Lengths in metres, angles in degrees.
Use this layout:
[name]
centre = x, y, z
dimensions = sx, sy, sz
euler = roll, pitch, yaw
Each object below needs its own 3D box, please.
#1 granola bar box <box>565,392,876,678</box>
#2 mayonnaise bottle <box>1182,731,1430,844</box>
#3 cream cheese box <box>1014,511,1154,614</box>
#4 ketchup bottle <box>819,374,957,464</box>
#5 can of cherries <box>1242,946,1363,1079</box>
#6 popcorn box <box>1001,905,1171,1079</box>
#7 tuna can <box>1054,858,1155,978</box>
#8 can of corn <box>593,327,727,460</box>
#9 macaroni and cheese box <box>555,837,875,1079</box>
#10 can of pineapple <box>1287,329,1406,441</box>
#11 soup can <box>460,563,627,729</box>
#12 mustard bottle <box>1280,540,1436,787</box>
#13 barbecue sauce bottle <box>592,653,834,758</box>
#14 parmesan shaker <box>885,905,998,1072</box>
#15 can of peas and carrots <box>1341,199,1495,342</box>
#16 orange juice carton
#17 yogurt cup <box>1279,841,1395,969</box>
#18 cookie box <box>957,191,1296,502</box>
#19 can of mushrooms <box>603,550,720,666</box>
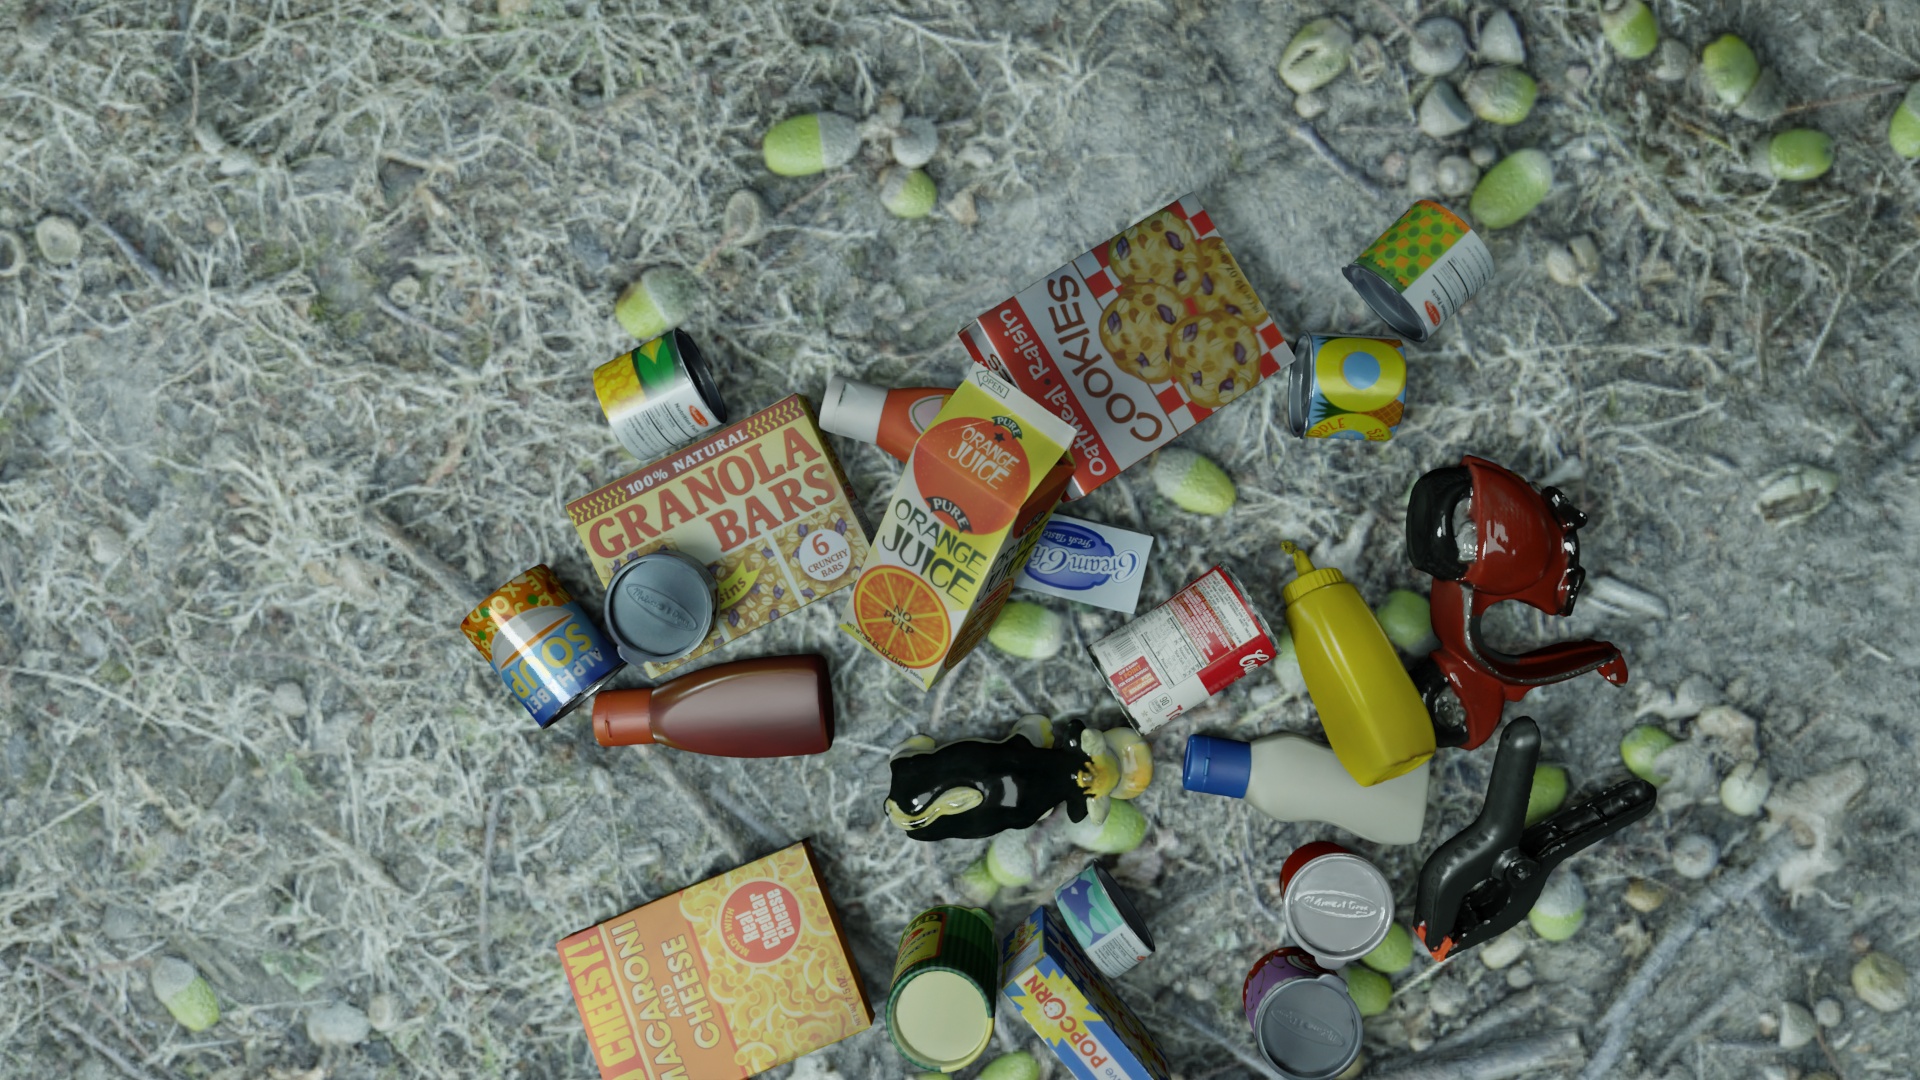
[granola bar box]
centre = -0.148, -0.003, 0.883
dimensions = 0.165, 0.039, 0.124
euler = -26, 92, 3
[mayonnaise bottle]
centre = 0.217, 0.151, 0.879
dimensions = 0.148, 0.041, 0.065
euler = 9, 87, 3
[cream cheese box]
centre = 0.067, 0.010, 0.884
dimensions = 0.104, 0.024, 0.053
euler = 13, 95, 1
[ketchup bottle]
centre = -0.012, -0.068, 0.870
dimensions = 0.149, 0.043, 0.065
euler = 15, 67, 2
[can of cherries]
centre = 0.217, 0.297, 0.878
dimensions = 0.071, 0.058, 0.071
euler = 0, 93, 3
[popcorn box]
centre = 0.079, 0.301, 0.870
dimensions = 0.038, 0.085, 0.126
euler = -40, 92, 5
[tuna can]
centre = 0.090, 0.238, 0.877
dimensions = 0.033, 0.071, 0.071
euler = -36, 92, 5
[can of corn]
centre = -0.188, -0.092, 0.868
dimensions = 0.058, 0.071, 0.071
euler = -25, 92, 4
[macaroni and cheese box]
centre = -0.154, 0.279, 0.883
dimensions = 0.166, 0.040, 0.124
euler = -22, 82, -3
[can of pineapple]
centre = 0.236, -0.093, 0.851
dimensions = 0.058, 0.071, 0.071
euler = 3, 94, 2
[soup can]
centre = -0.263, 0.067, 0.876
dimensions = 0.071, 0.071, 0.084
euler = -39, 91, 4
[mustard bottle]
centre = 0.236, 0.068, 0.854
dimensions = 0.049, 0.065, 0.161
euler = -13, 67, -15
[barbecue sauce bottle]
centre = -0.157, 0.109, 0.888
dimensions = 0.148, 0.044, 0.064
euler = -4, 106, 3
[parmesan shaker]
centre = -0.008, 0.273, 0.862
dimensions = 0.071, 0.103, 0.071
euler = 0, 94, 2
[can of peas and carrots]
centre = 0.279, -0.165, 0.847
dimensions = 0.058, 0.071, 0.071
euler = -44, 91, 4
[orange juice carton]
centre = 0.003, -0.010, 0.810
dimensions = 0.072, 0.073, 0.191
euler = 36, 128, 13
[yogurt cup]
centre = 0.233, 0.224, 0.875
dimensions = 0.072, 0.054, 0.072
euler = 0, 93, 2
[cookie box]
centre = 0.101, -0.117, 0.843
dimensions = 0.168, 0.040, 0.123
euler = -32, 92, -16
[can of mushrooms]
centre = -0.183, 0.042, 0.850
dimensions = 0.071, 0.033, 0.071
euler = 0, 95, 1
